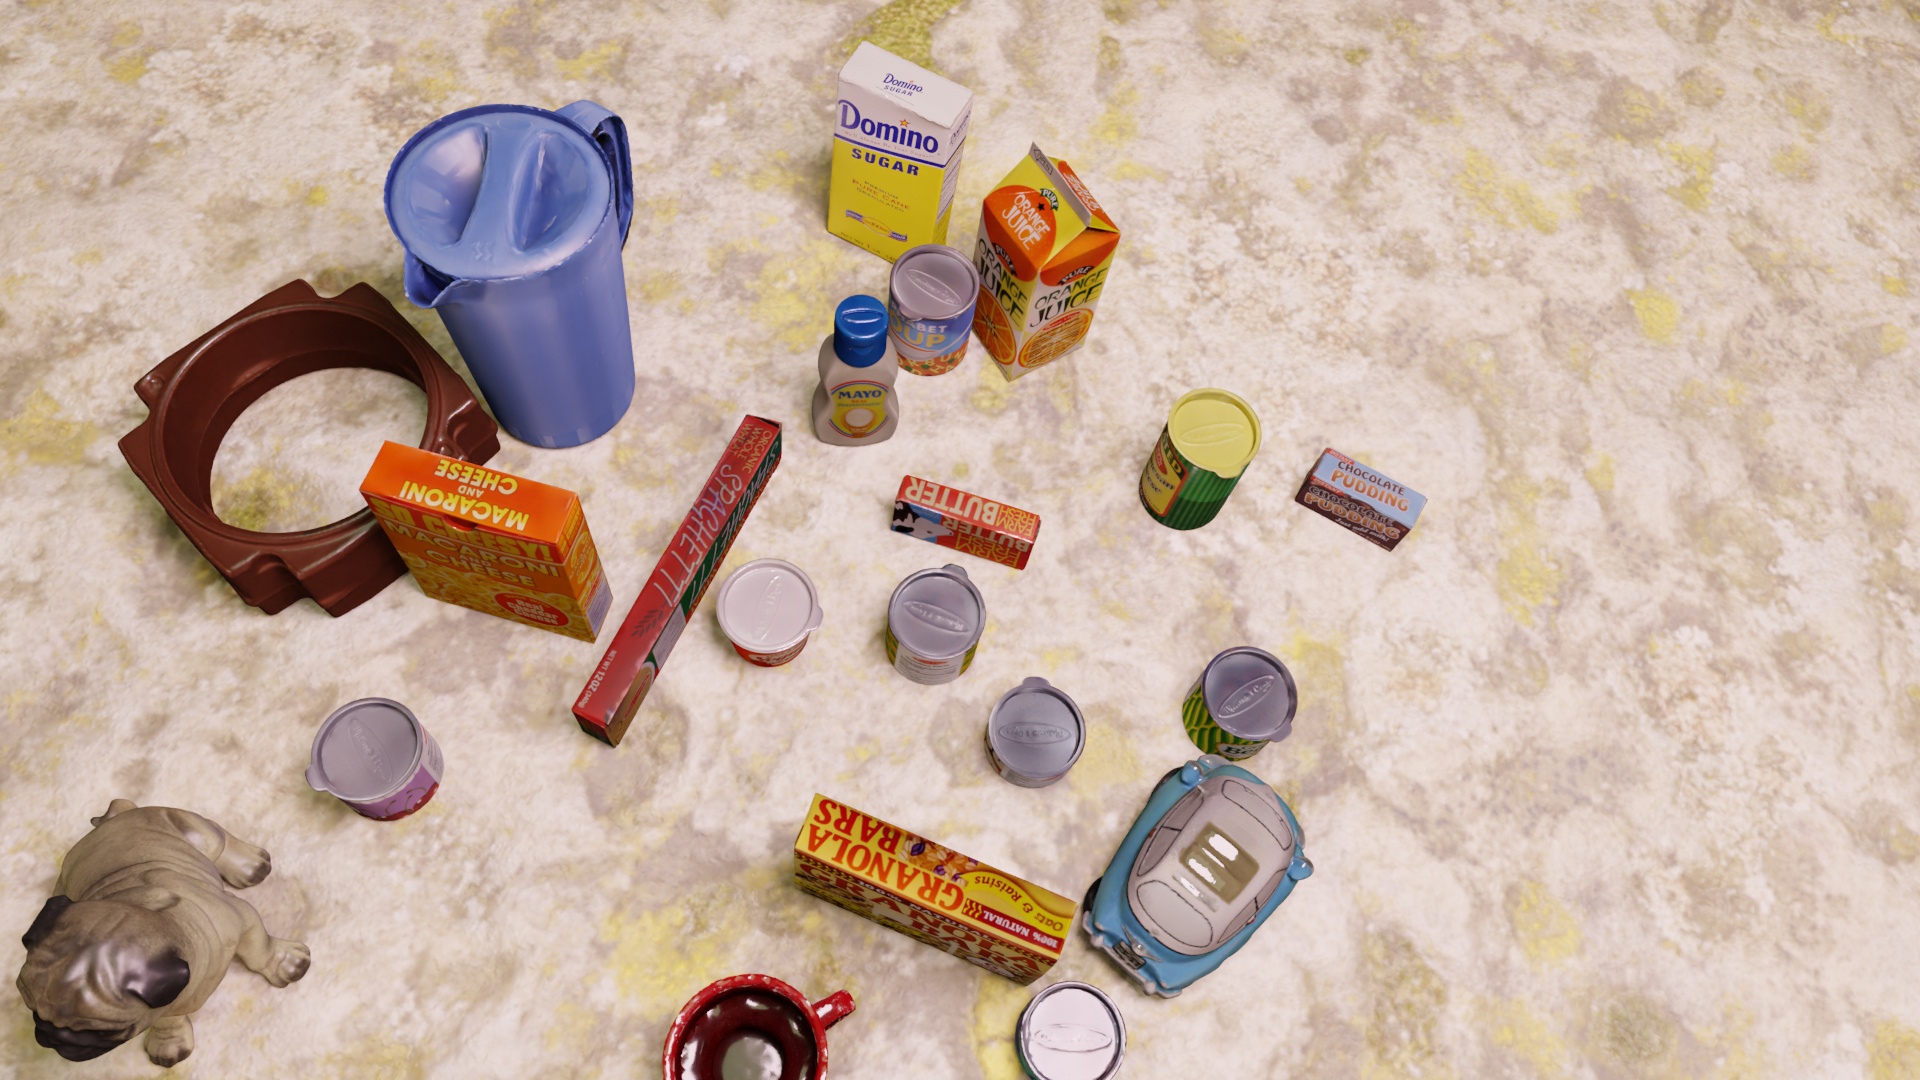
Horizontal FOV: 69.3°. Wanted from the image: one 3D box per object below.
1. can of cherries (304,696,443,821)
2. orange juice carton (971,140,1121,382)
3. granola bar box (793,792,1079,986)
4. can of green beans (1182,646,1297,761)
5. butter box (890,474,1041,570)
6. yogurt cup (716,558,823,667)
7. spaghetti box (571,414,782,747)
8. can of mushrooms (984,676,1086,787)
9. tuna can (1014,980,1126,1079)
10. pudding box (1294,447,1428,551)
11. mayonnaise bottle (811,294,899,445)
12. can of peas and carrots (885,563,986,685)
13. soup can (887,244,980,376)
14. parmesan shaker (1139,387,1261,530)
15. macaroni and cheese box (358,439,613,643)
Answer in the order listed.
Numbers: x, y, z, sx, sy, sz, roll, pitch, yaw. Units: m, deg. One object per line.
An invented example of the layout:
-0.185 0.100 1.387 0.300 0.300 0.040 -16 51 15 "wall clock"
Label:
-0.370 0.140 0.880 0.071 0.058 0.072 2 65 -5 "can of cherries"
0.059 -0.204 1.012 0.073 0.191 0.072 -28 71 -17 "orange juice carton"
-0.020 0.217 0.847 0.166 0.123 0.039 22 65 4 "granola bar box"
0.191 0.113 0.955 0.071 0.057 0.071 2 65 -5 "can of green beans"
0.004 -0.012 0.995 0.103 0.053 0.024 17 65 2 "butter box"
-0.131 0.053 0.949 0.072 0.053 0.072 2 65 -5 "yogurt cup"
-0.190 0.023 0.959 0.029 0.050 0.251 24 65 5 "spaghetti box"
0.050 0.131 0.944 0.071 0.033 0.071 2 65 -5 "can of mushrooms"
0.068 0.312 0.863 0.071 0.032 0.071 2 65 -5 "tuna can"
0.299 -0.031 1.038 0.084 0.049 0.030 29 66 7 "pudding box"
-0.073 -0.118 0.983 0.065 0.147 0.041 -3 66 -7 "mayonnaise bottle"
-0.017 0.058 0.957 0.071 0.058 0.071 2 65 -5 "can of peas and carrots"
-0.024 -0.170 1.048 0.071 0.083 0.071 2 65 -5 "soup can"
0.172 -0.054 1.005 0.071 0.102 0.071 2 65 -5 "parmesan shaker"
-0.297 0.006 0.891 0.124 0.165 0.040 15 65 1 "macaroni and cheese box"
